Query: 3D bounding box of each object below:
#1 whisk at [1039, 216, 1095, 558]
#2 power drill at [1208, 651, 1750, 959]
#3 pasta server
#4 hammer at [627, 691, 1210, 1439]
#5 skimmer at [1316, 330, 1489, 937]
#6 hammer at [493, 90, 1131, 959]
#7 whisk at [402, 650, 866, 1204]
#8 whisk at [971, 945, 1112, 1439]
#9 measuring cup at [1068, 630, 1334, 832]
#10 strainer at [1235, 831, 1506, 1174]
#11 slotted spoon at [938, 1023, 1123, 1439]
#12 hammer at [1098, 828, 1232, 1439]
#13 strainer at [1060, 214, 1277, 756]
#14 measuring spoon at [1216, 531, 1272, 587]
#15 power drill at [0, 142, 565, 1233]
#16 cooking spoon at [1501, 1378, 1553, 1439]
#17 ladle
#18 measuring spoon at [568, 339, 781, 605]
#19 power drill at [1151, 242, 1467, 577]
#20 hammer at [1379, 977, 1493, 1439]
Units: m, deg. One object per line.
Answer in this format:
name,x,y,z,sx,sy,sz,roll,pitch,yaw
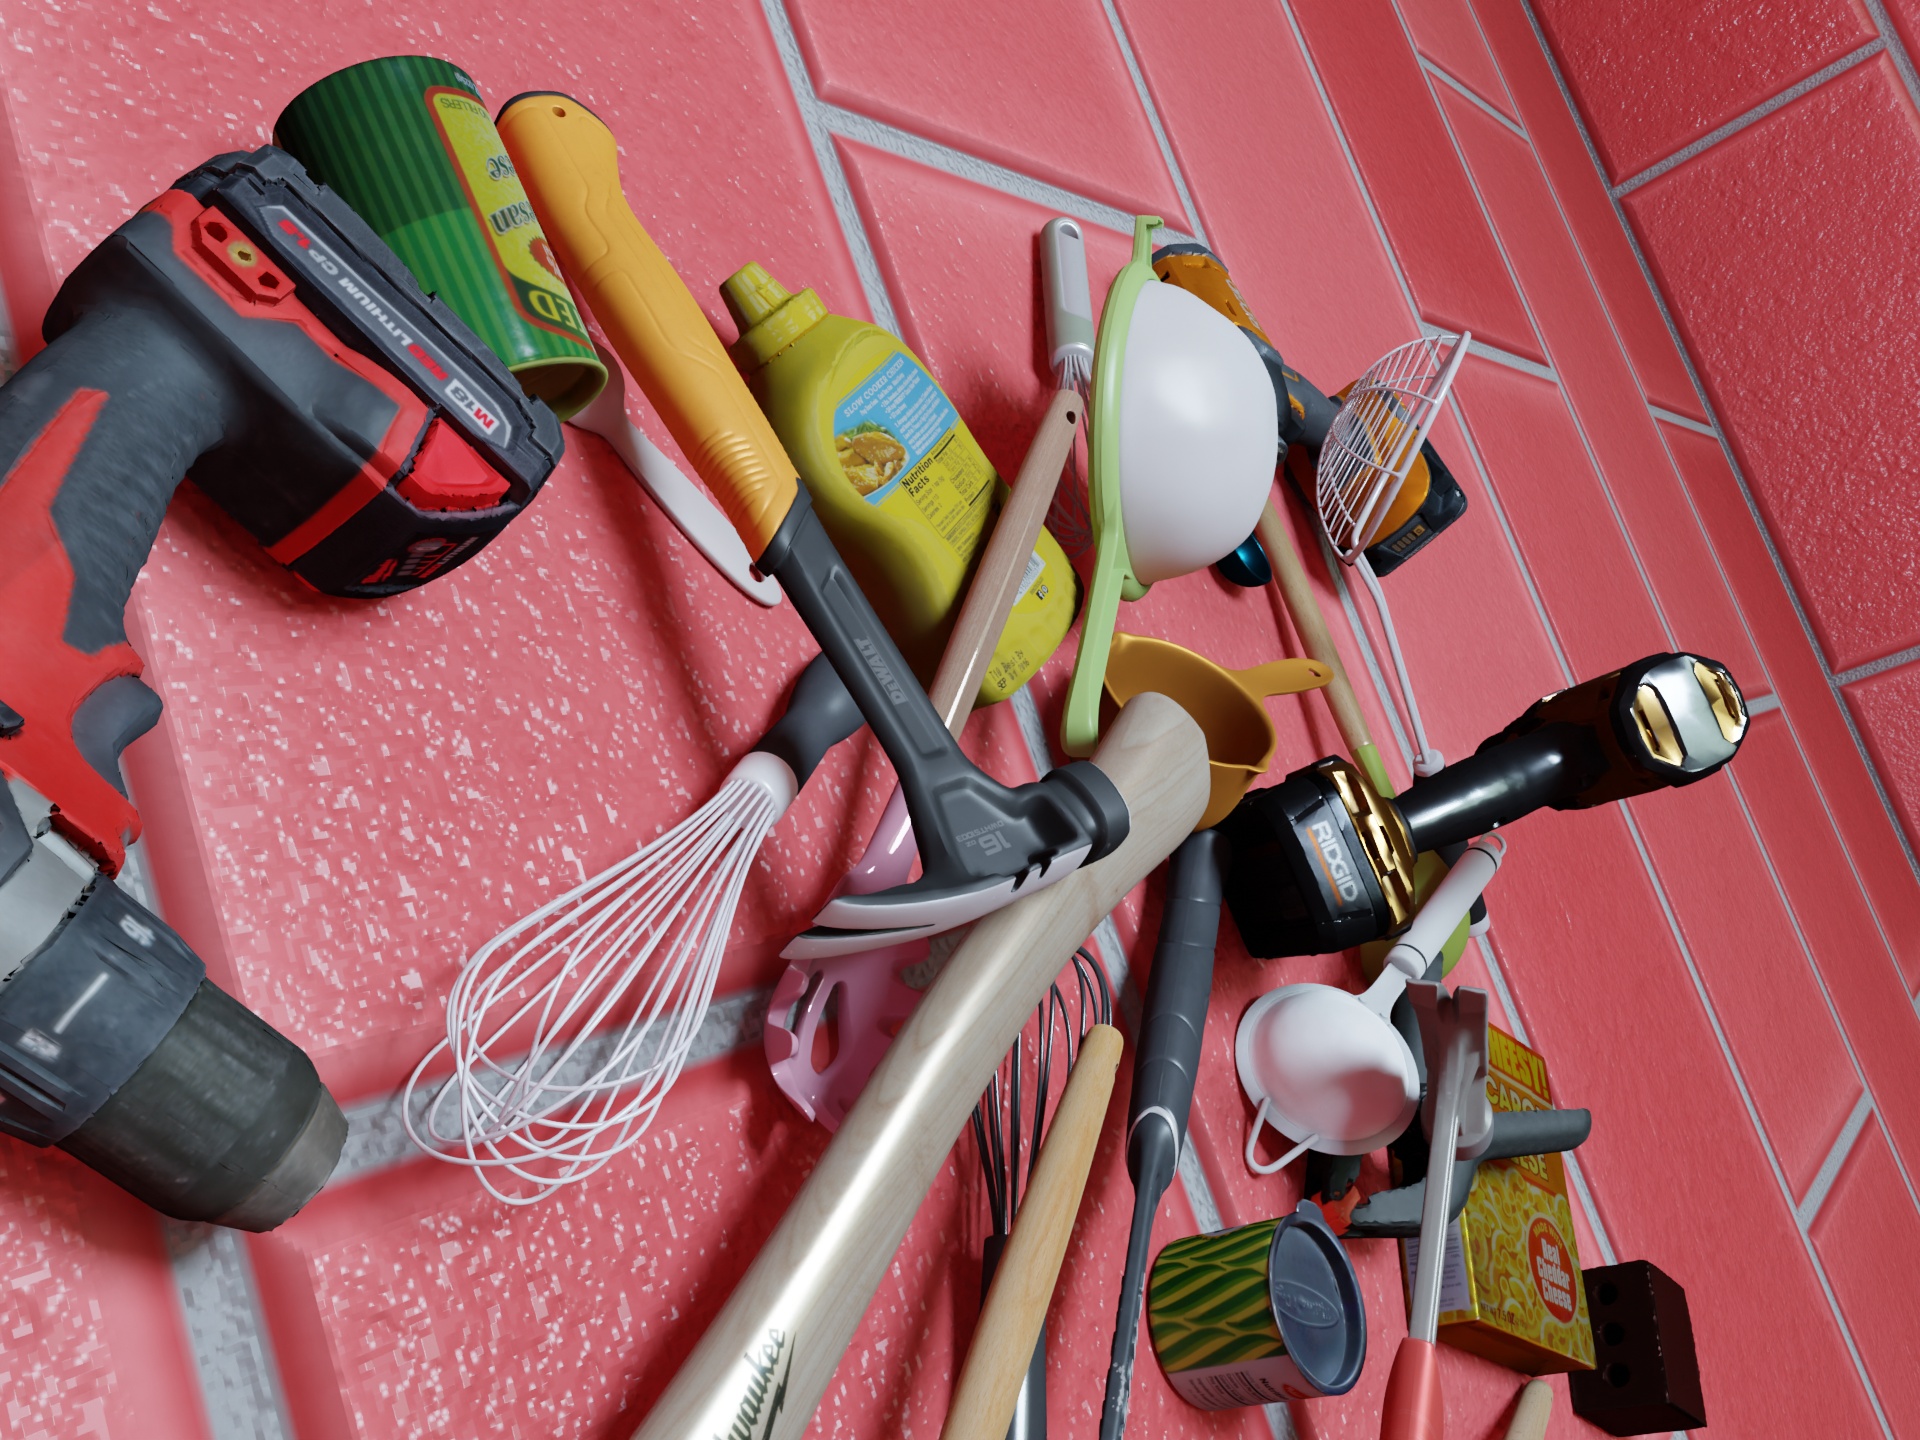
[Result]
whisk,0.058,-0.178,0.812,0.057,0.059,0.247,16,49,-21
power drill,0.234,0.040,0.770,0.226,0.185,0.084,-21,84,-11
pasta server,-0.001,-0.002,0.573,0.060,0.040,0.316,39,58,-30
hammer,-0.023,0.116,0.473,0.146,0.038,0.411,51,47,-15
skimmer,0.271,-0.030,0.870,0.127,0.090,0.363,-56,130,-50
hammer,-0.077,-0.081,0.524,0.127,0.034,0.337,-16,67,-42
whisk,-0.078,0.039,0.500,0.070,0.070,0.285,54,31,-14
whisk,0.022,0.181,0.543,0.055,0.055,0.239,33,50,-36
measuring cup,0.118,0.003,0.739,0.173,0.052,0.095,-12,50,-48
strainer,0.210,0.121,0.767,0.087,0.050,0.258,36,47,18
slotted spoon,0.000,0.216,0.453,0.070,0.031,0.314,91,19,-47
hammer,0.069,0.175,0.578,0.409,0.036,0.149,-68,159,-54
strainer,0.094,-0.087,0.677,0.151,0.069,0.257,73,25,-48
measuring spoon,0.155,-0.123,0.930,0.042,0.021,0.129,35,35,-33
power drill,-0.184,-0.012,0.377,0.187,0.080,0.227,46,42,-23
cooking spoon,0.228,0.333,0.671,0.318,0.017,0.069,8,86,-64
ladle,0.209,-0.001,0.906,0.078,0.062,0.320,15,51,-49
measuring spoon,-0.102,-0.090,0.574,0.124,0.018,0.034,49,38,-21
power drill,0.200,-0.170,0.934,0.226,0.084,0.164,25,35,-39
hammer,0.165,0.282,0.590,0.149,0.037,0.359,62,38,-52
